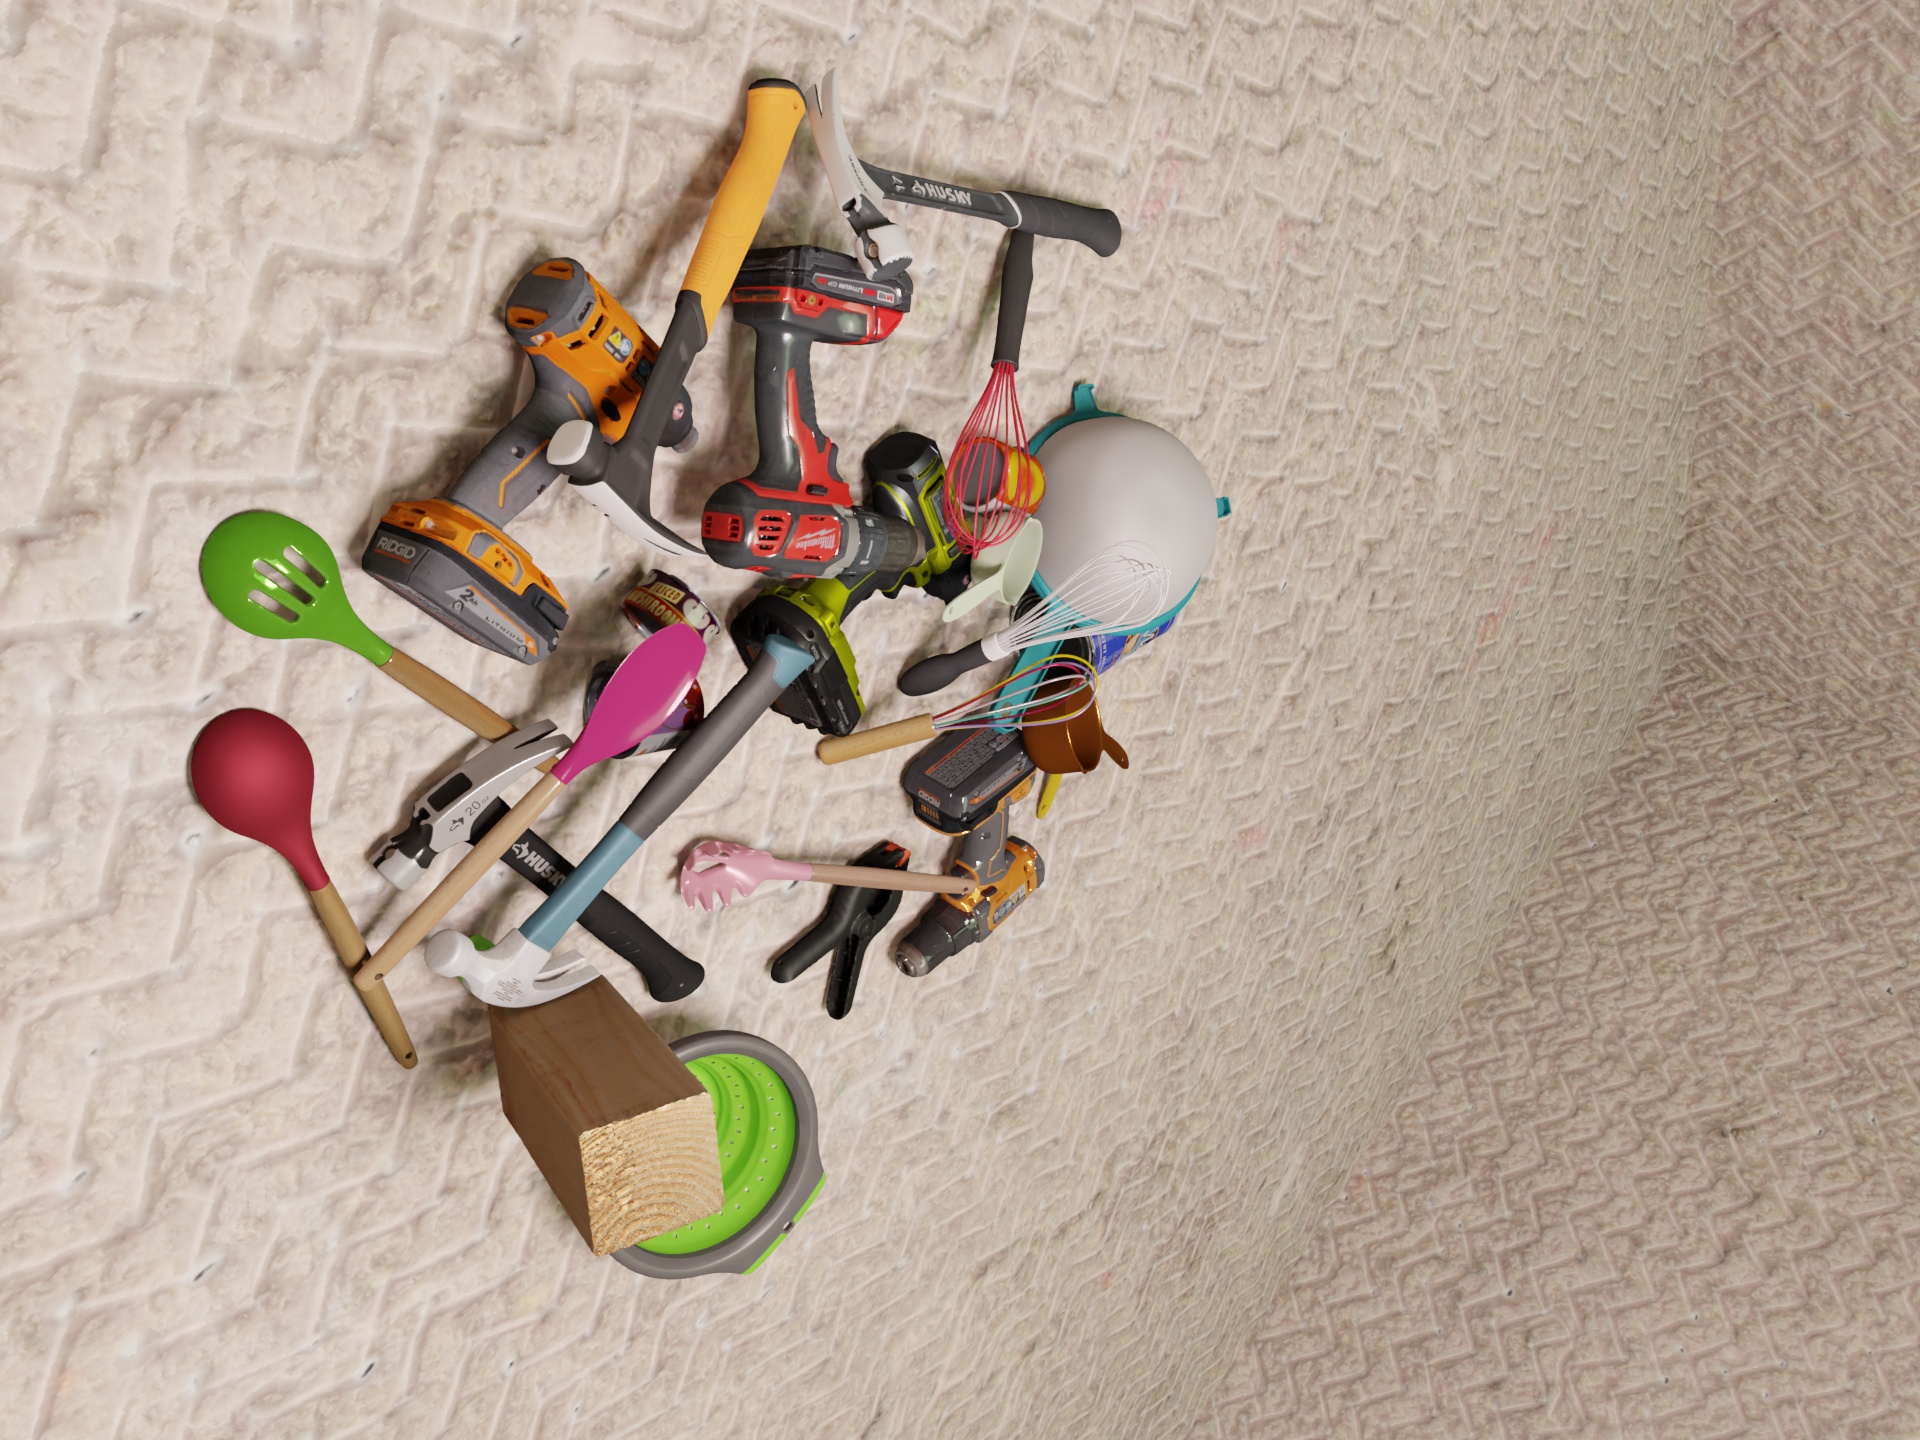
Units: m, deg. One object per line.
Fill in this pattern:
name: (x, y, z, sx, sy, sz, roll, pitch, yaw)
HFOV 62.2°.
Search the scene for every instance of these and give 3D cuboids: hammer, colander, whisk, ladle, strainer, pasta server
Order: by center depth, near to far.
ladle: (-0.406, 0.123, 1.023, 0.069, 0.031, 0.315, -39, 139, -32)
hammer: (-0.161, -0.272, 1.026, 0.127, 0.034, 0.337, 45, 56, -52)
hammer: (-0.223, 0.067, 1.121, 0.331, 0.033, 0.128, -49, 146, -9)
hammer: (-0.276, 0.127, 1.173, 0.146, 0.035, 0.334, -46, 144, -10)
hammer: (0.022, -0.400, 1.228, 0.409, 0.036, 0.149, -18, 83, -57)
colander: (-0.269, 0.286, 1.258, 0.204, 0.095, 0.396, -49, 124, -17)
whisk: (0.033, -0.269, 1.286, 0.073, 0.073, 0.296, 31, 63, -55)
whisk: (0.055, -0.073, 1.334, 0.070, 0.284, 0.070, 30, 49, -41)
whisk: (-0.003, -0.006, 1.346, 0.245, 0.051, 0.047, -15, 121, 5)
pasta server: (-0.105, 0.136, 1.358, 0.316, 0.040, 0.060, 10, 115, -40)
strainer: (0.125, -0.135, 1.404, 0.211, 0.095, 0.340, 36, 68, -17)

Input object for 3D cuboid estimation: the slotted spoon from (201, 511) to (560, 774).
slotted spoon: (-0.347, -0.031, 1.009, 0.070, 0.031, 0.313, -58, 146, -11)

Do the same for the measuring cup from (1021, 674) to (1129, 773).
measuring cup: (0.109, 0.019, 1.493, 0.173, 0.052, 0.095, 36, 51, -59)

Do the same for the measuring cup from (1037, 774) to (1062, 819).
measuring cup: (0.095, 0.034, 1.637, 0.062, 0.029, 0.156, -21, 137, -46)

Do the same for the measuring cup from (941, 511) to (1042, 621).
measuring cup: (0.015, -0.121, 1.313, 0.167, 0.038, 0.083, -40, 146, -50)

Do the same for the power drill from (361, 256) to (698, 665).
power drill: (-0.257, -0.154, 1.011, 0.226, 0.084, 0.164, -63, 145, -12)

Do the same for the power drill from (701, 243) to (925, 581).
power drill: (-0.092, -0.212, 1.145, 0.187, 0.080, 0.226, 0, 99, -46)

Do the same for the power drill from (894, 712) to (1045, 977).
power drill: (0.001, 0.128, 1.517, 0.185, 0.084, 0.226, -38, 141, -32)

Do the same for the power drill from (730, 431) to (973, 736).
power drill: (-0.072, -0.101, 1.289, 0.223, 0.080, 0.171, -51, 142, -26)

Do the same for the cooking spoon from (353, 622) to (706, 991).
cooking spoon: (-0.286, 0.057, 1.057, 0.319, 0.017, 0.068, -48, 146, -7)
